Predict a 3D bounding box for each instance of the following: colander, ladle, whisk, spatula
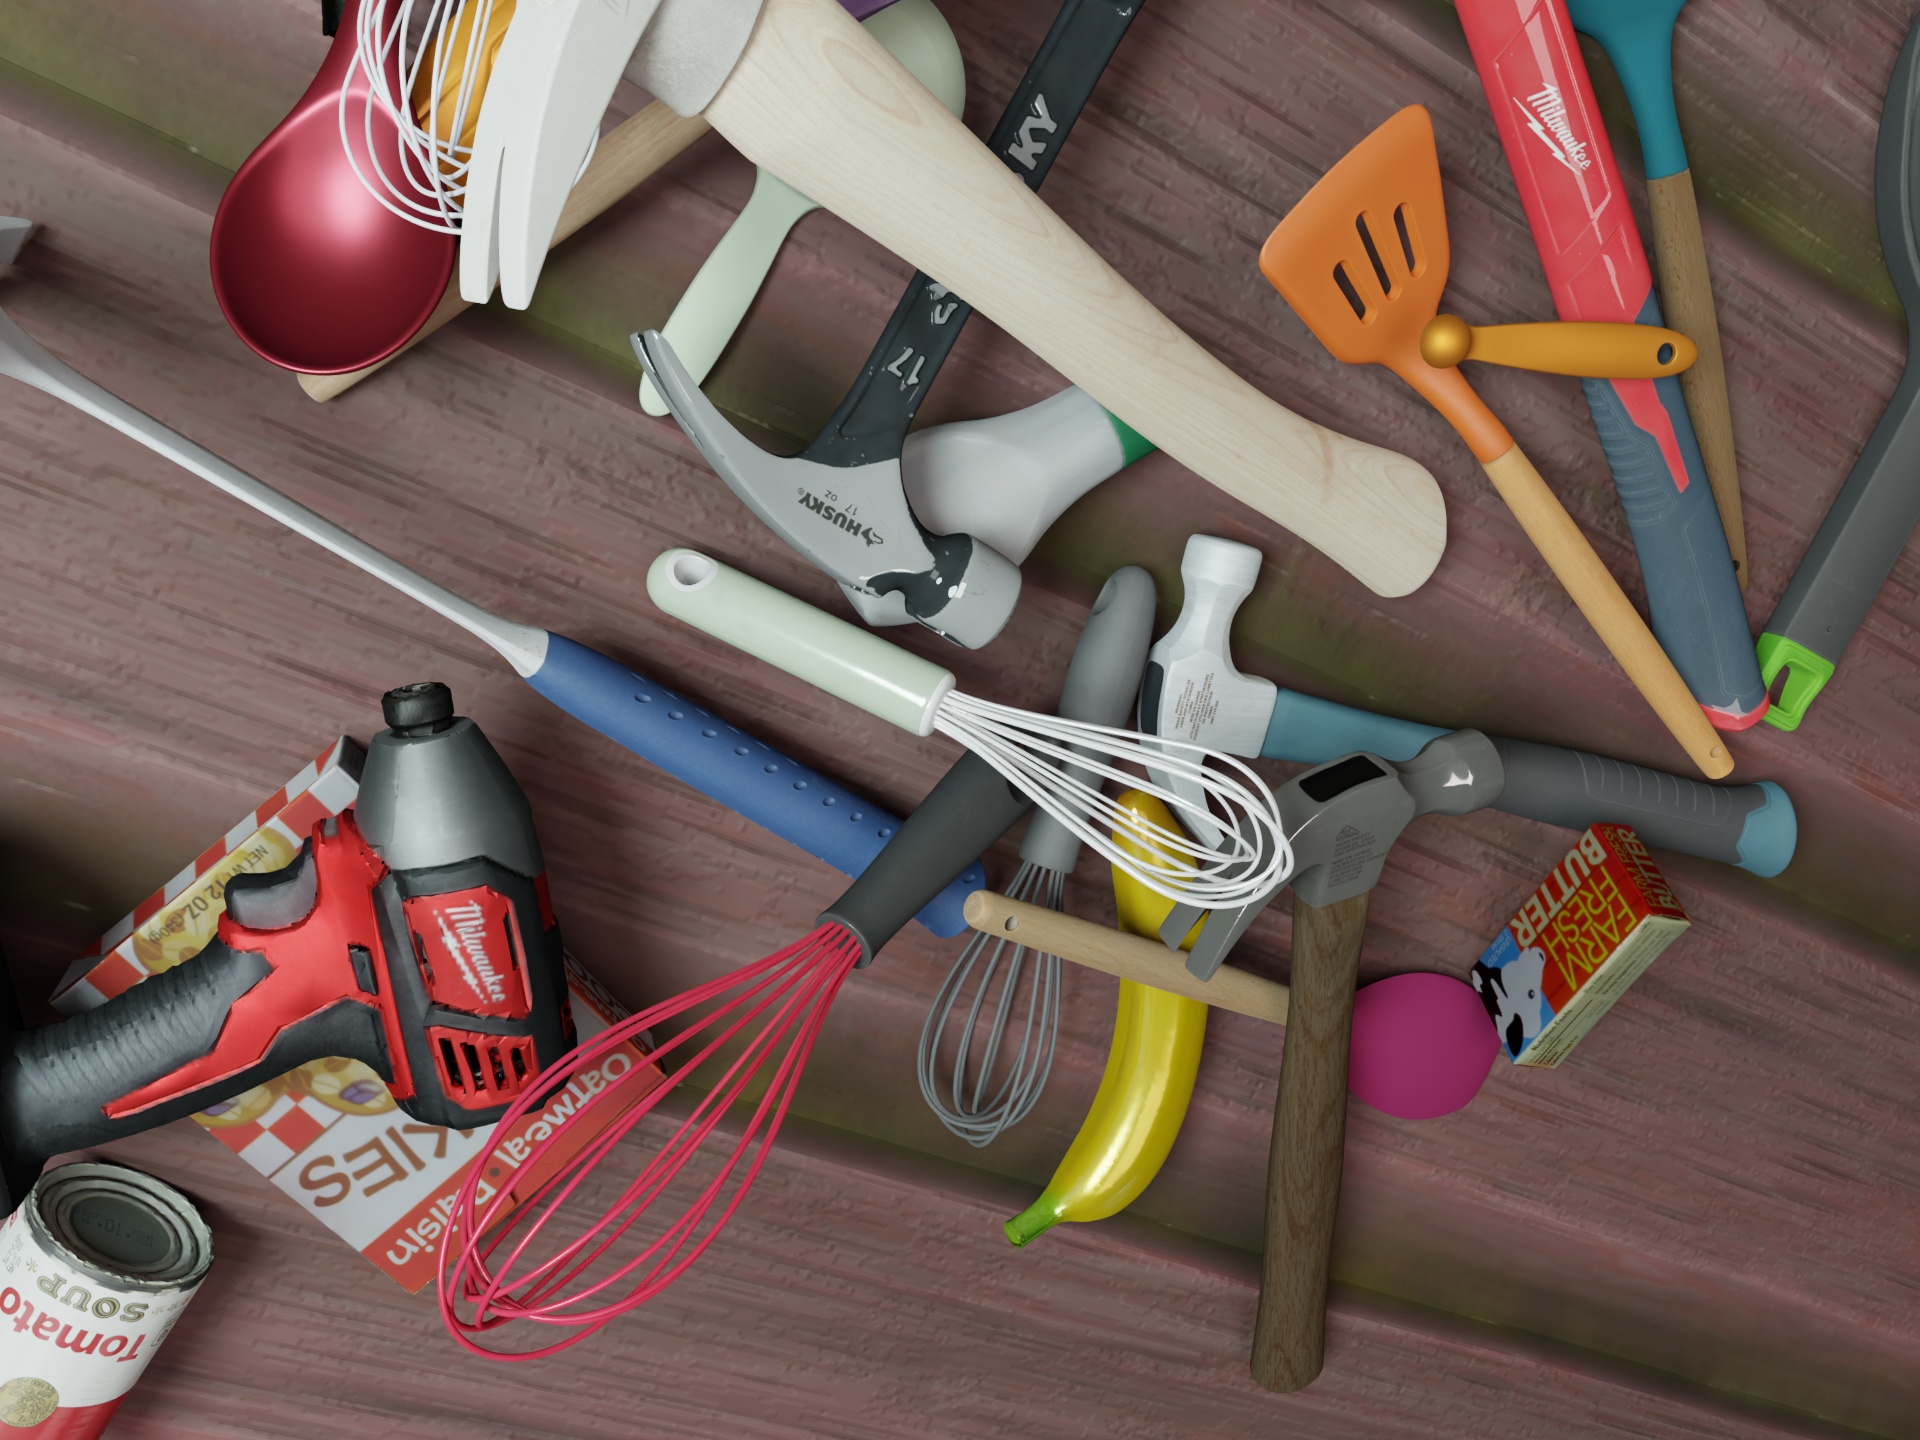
[{"bbox_3d":[0.458,-0.168,0.661,0.204,0.095,0.397,23,97,-21],"label":"colander"},{"bbox_3d":[-0.167,-0.256,0.465,0.069,0.031,0.315,8,93,-7],"label":"ladle"},{"bbox_3d":[0.034,0.054,0.626,0.055,0.055,0.239,15,95,-20],"label":"whisk"},{"bbox_3d":[-0.001,-0.002,0.545,0.246,0.059,0.058,26,60,11],"label":"whisk"},{"bbox_3d":[-0.117,-0.271,0.449,0.070,0.070,0.285,11,81,-19],"label":"whisk"},{"bbox_3d":[0.286,-0.190,0.632,0.082,0.044,0.317,-15,113,13],"label":"spatula"},{"bbox_3d":[0.228,-0.087,0.625,0.081,0.041,0.322,-43,110,-1],"label":"spatula"},{"bbox_3d":[-0.082,-0.193,0.495,0.316,0.060,0.018,-33,138,9],"label":"spatula"},{"bbox_3d":[-0.050,0.083,0.513,0.296,0.073,0.073,-44,117,-38],"label":"whisk"}]

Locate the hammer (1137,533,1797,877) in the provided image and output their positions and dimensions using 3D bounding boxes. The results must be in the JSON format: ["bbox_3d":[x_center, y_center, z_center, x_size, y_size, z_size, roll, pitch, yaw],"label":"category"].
[{"bbox_3d":[0.226,0.020,0.678,0.330,0.033,0.128,12,101,-20],"label":"hammer"}]

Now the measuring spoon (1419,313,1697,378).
[{"bbox_3d":[0.224,-0.137,0.588,0.117,0.011,0.021,-1,108,-14],"label":"measuring spoon"}]

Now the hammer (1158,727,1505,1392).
[{"bbox_3d":[0.142,0.160,0.652,0.130,0.031,0.331,-15,123,-20],"label":"hammer"}]

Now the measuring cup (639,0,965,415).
[{"bbox_3d":[-0.059,-0.174,0.534,0.083,0.038,0.167,31,92,-22],"label":"measuring cup"}]

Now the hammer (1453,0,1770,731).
[{"bbox_3d":[0.268,-0.162,0.617,0.143,0.038,0.386,-22,116,17],"label":"hammer"}]

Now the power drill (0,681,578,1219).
[{"bbox_3d":[-0.238,0.071,0.490,0.219,0.079,0.143,-10,106,-16],"label":"power drill"}]

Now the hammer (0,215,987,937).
[{"bbox_3d":[-0.149,-0.031,0.520,0.405,0.144,0.035,33,99,-31],"label":"hammer"}]

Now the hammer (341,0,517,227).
[{"bbox_3d":[-0.076,-0.290,0.500,0.337,0.034,0.127,-46,113,0],"label":"hammer"}]

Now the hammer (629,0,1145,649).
[{"bbox_3d":[0.040,-0.235,0.520,0.149,0.036,0.409,29,86,-27],"label":"hammer"}]

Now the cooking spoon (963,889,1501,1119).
[{"bbox_3d":[0.126,0.115,0.650,0.318,0.017,0.069,22,95,-34],"label":"cooking spoon"}]

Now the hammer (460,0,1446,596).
[{"bbox_3d":[0.043,-0.111,0.498,0.410,0.038,0.146,23,90,-45],"label":"hammer"}]
